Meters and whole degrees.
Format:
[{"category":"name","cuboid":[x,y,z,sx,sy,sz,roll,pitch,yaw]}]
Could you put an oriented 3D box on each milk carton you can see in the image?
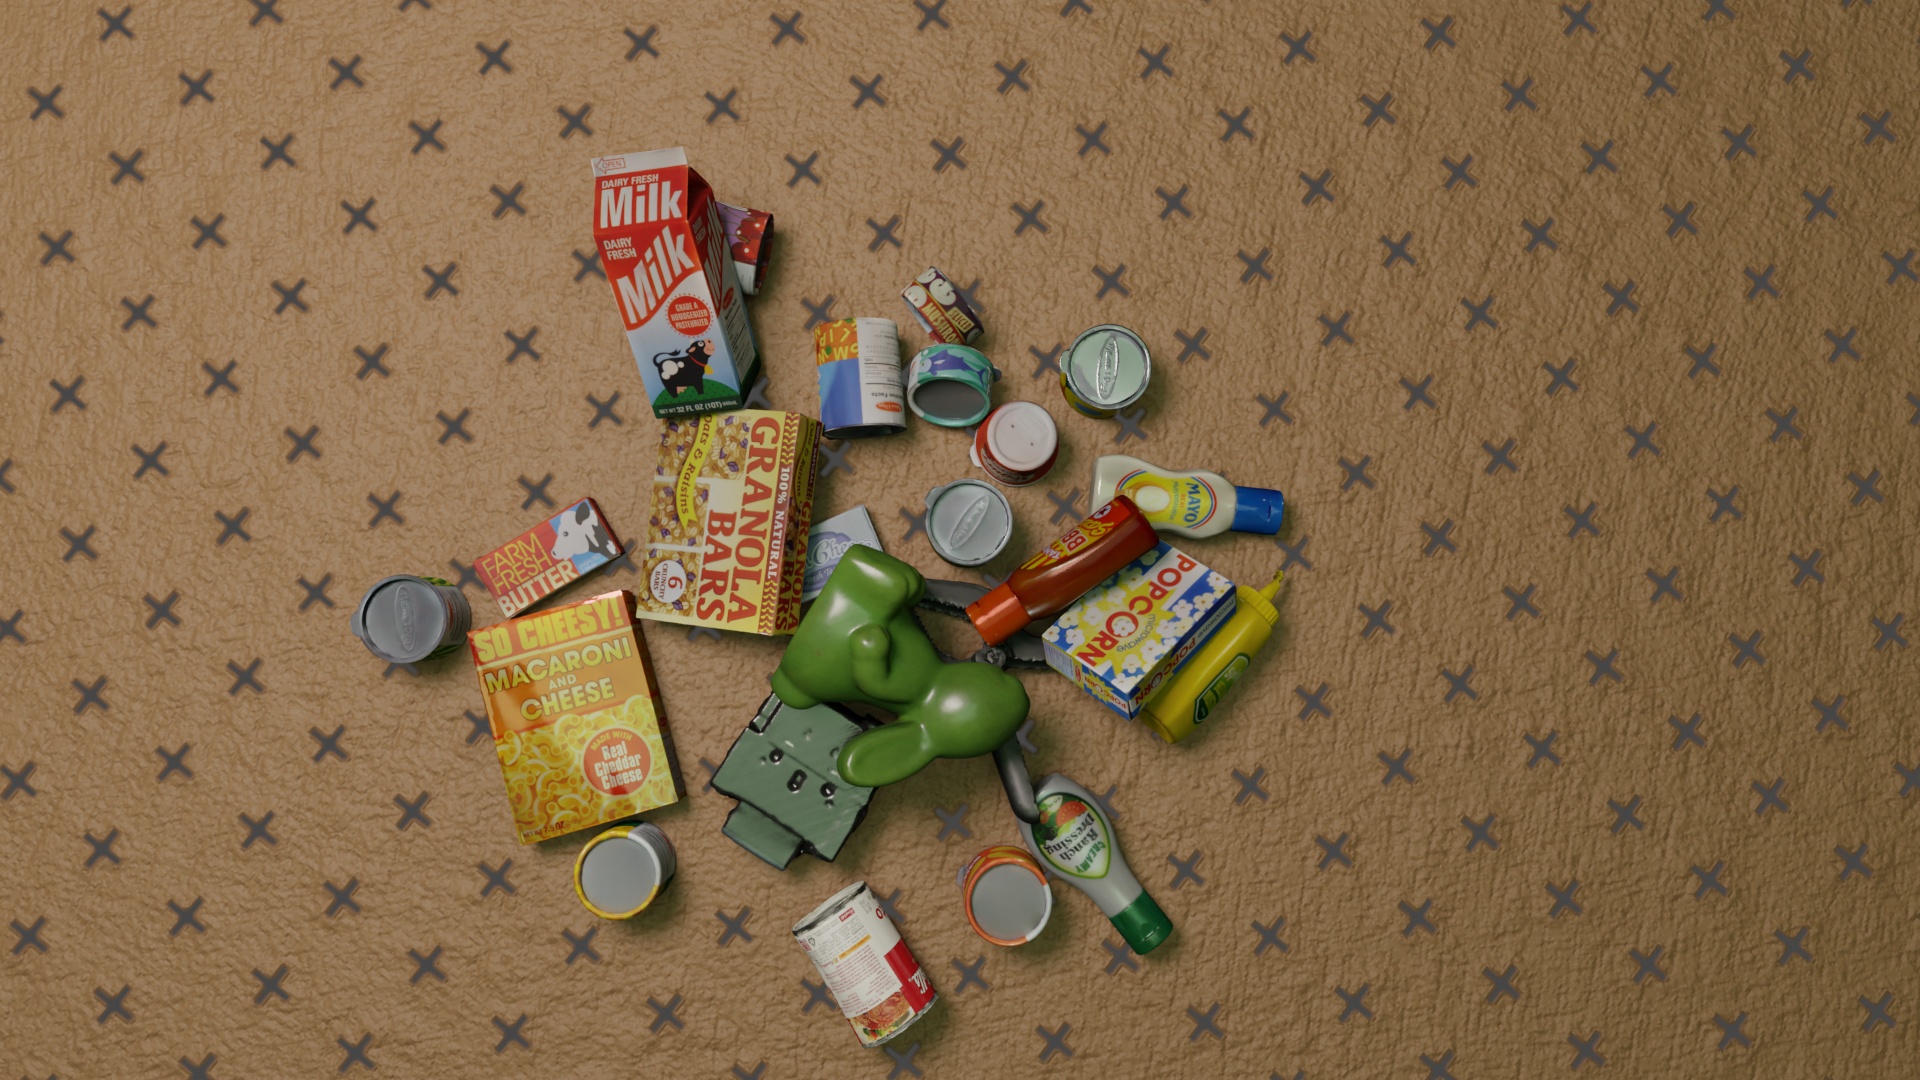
[{"category":"milk carton","cuboid":[-0.209,-0.192,1.018,0.072,0.074,0.189,-6,123,9]}]

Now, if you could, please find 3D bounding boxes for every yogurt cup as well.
[{"category":"yogurt cup","cuboid":[0.046,-0.078,1.080,0.072,0.054,0.072,0,86,-3]}]

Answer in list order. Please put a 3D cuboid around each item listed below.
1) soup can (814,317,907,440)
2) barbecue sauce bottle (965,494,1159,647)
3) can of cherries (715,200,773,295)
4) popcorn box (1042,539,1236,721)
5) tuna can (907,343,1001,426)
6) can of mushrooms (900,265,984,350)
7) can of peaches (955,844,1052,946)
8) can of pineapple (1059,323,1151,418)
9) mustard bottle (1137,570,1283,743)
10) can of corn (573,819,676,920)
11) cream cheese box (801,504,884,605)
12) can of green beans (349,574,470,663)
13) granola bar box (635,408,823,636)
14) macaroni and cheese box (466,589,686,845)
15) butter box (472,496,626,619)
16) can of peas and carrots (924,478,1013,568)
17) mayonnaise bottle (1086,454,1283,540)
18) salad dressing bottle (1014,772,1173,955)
[{"category":"soup can","cuboid":[-0.080,-0.124,1.075,0.071,0.071,0.084,-5,86,-2]},{"category":"barbecue sauce bottle","cuboid":[0.074,0.025,1.035,0.148,0.065,0.043,-34,106,0]},{"category":"can of cherries","cuboid":[-0.180,-0.230,1.078,0.058,0.071,0.071,12,86,-1]},{"category":"popcorn box","cuboid":[0.134,0.062,1.035,0.085,0.038,0.127,33,64,33]},{"category":"tuna can","cuboid":[-0.005,-0.119,1.072,0.071,0.070,0.033,7,59,-1]},{"category":"can of mushrooms","cuboid":[-0.013,-0.176,1.077,0.033,0.071,0.071,-39,88,-2]},{"category":"can of peaches","cuboid":[0.032,0.268,1.053,0.071,0.058,0.071,0,87,-2]},{"category":"can of pineapple","cuboid":[0.111,-0.132,1.084,0.071,0.058,0.071,0,86,-2]},{"category":"mustard bottle","cuboid":[0.199,0.082,1.068,0.049,0.065,0.160,38,80,29]},{"category":"can of corn","cuboid":[-0.254,0.249,1.045,0.071,0.058,0.071,0,86,-2]},{"category":"cream cheese box","cuboid":[-0.112,0.017,1.083,0.104,0.024,0.053,-24,86,-3]},{"category":"can of green beans","cuboid":[-0.413,0.059,1.054,0.071,0.058,0.071,0,86,-2]},{"category":"granola bar box","cuboid":[-0.175,-0.016,1.054,0.124,0.039,0.165,5,85,24]},{"category":"macaroni and cheese box","cuboid":[-0.293,0.134,1.061,0.124,0.040,0.166,-15,87,-3]},{"category":"butter box","cuboid":[-0.319,0.014,1.077,0.103,0.024,0.053,-31,88,-4]},{"category":"can of peas and carrots","cuboid":[0.004,-0.013,1.072,0.071,0.058,0.071,0,86,-1]},{"category":"mayonnaise bottle","cuboid":[0.176,-0.030,1.087,0.148,0.041,0.064,6,89,-1]},{"category":"salad dressing bottle","cuboid":[0.103,0.248,1.064,0.064,0.044,0.147,-39,88,-5]}]
